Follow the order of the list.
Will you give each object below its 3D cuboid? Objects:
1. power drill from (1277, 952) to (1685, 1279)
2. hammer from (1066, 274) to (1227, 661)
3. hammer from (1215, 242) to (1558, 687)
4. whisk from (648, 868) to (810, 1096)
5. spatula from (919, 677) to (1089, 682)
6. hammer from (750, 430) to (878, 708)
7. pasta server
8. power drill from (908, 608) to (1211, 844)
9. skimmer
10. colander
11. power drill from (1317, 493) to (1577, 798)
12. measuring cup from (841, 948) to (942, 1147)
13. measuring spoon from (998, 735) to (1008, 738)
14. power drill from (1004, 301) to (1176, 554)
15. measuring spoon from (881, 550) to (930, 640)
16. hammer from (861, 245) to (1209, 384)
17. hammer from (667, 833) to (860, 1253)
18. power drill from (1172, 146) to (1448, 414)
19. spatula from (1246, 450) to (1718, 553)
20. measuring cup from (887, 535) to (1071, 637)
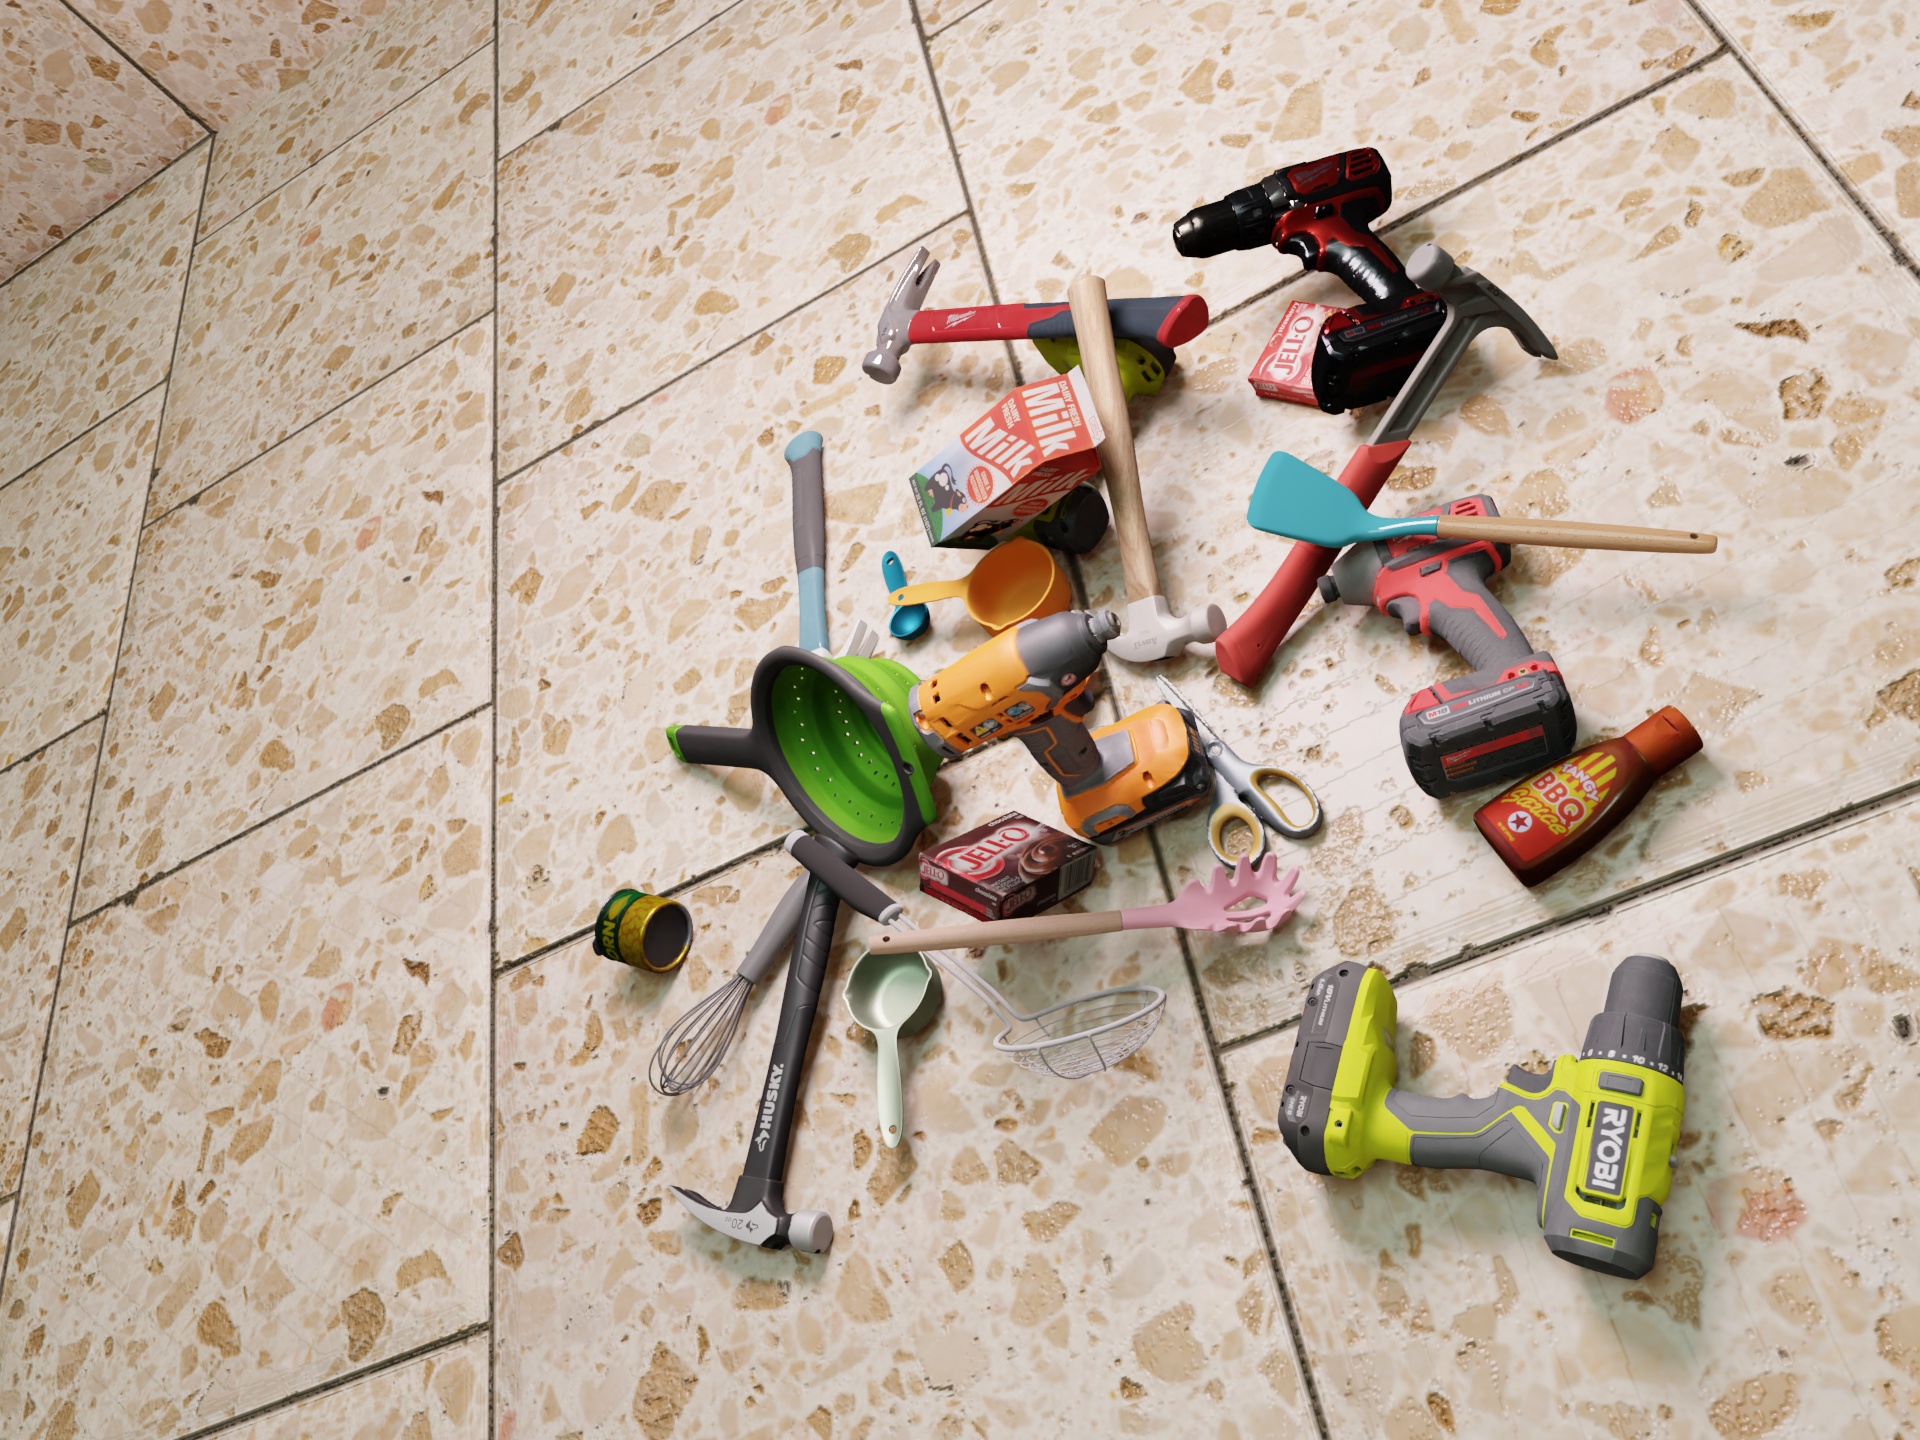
[{"bbox_3d":[0.332,0.225,1.000,0.228,0.080,0.191,6,67,32],"label":"power drill"},{"bbox_3d":[0.132,-0.210,1.329,0.130,0.031,0.331,-17,79,41],"label":"hammer"},{"bbox_3d":[0.318,-0.180,1.246,0.359,0.149,0.037,-58,26,5],"label":"hammer"},{"bbox_3d":[-0.183,0.216,1.350,0.055,0.055,0.239,23,72,39],"label":"whisk"},{"bbox_3d":[-0.034,-0.035,1.392,0.323,0.041,0.081,7,45,27],"label":"spatula"},{"bbox_3d":[-0.149,-0.154,1.560,0.128,0.033,0.331,-21,53,21],"label":"hammer"},{"bbox_3d":[0.090,0.143,1.155,0.316,0.040,0.060,-6,46,0],"label":"pasta server"},{"bbox_3d":[0.092,0.000,1.173,0.164,0.226,0.084,-30,49,26],"label":"power drill"},{"bbox_3d":[-0.006,0.157,1.214,0.364,0.127,0.090,33,124,34],"label":"skimmer"},{"bbox_3d":[-0.131,0.011,1.409,0.094,0.204,0.397,-33,22,-34],"label":"colander"},{"bbox_3d":[0.350,-0.060,1.159,0.143,0.078,0.220,-19,50,15],"label":"power drill"},{"bbox_3d":[-0.048,0.255,1.248,0.083,0.038,0.168,-18,57,23],"label":"measuring cup"},{"bbox_3d":[-0.002,-0.004,1.391,0.117,0.011,0.021,15,71,37],"label":"measuring spoon"},{"bbox_3d":[0.088,-0.266,1.452,0.171,0.080,0.223,17,76,41],"label":"power drill"},{"bbox_3d":[-0.053,-0.117,1.493,0.042,0.021,0.129,-32,41,13],"label":"measuring spoon"},{"bbox_3d":[0.068,-0.378,1.454,0.386,0.038,0.143,11,73,44],"label":"hammer"},{"bbox_3d":[-0.140,0.253,1.294,0.146,0.035,0.335,-2,66,31],"label":"hammer"},{"bbox_3d":[0.295,-0.370,1.327,0.188,0.080,0.227,-17,64,-1],"label":"power drill"},{"bbox_3d":[0.368,-0.144,1.139,0.317,0.044,0.082,8,54,27],"label":"spatula"},{"bbox_3d":[0.018,-0.106,1.415,0.174,0.052,0.095,-4,61,33],"label":"measuring cup"}]
